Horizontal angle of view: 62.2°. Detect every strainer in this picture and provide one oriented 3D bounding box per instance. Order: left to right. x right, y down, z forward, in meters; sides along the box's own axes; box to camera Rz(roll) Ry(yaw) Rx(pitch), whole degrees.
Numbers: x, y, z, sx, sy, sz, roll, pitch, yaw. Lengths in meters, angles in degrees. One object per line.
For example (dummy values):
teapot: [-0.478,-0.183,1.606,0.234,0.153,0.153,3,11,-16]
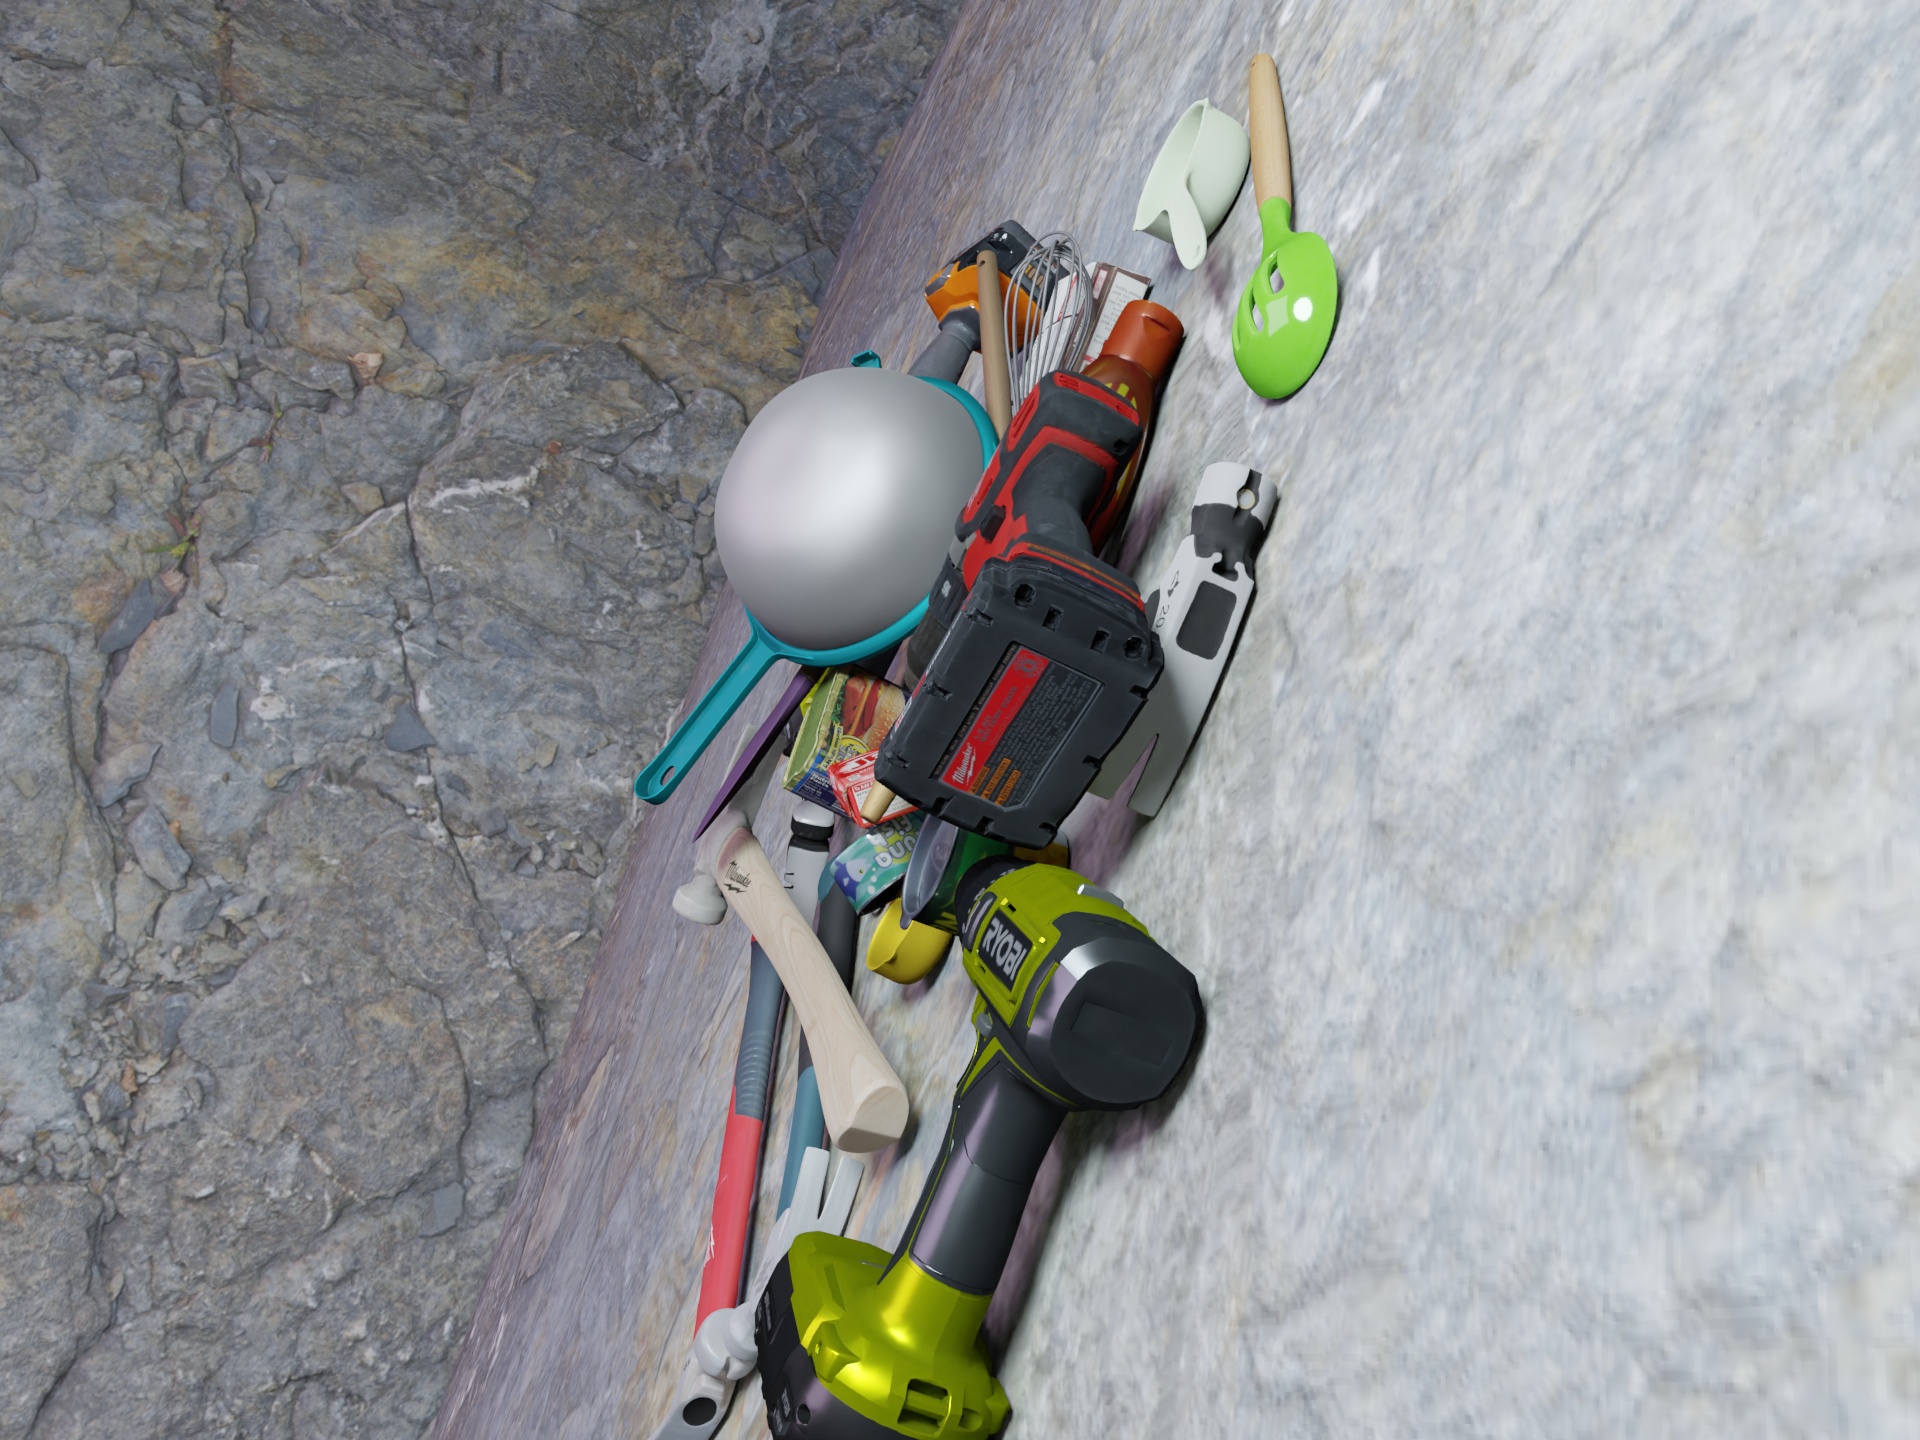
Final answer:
strainer: [-0.124,-0.096,1.013,0.340,0.095,0.211,-52,48,2]

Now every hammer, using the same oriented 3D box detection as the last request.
hammer: [-0.155,0.298,1.087,0.387,0.038,0.143,-88,22,-53]
hammer: [-0.101,0.126,0.964,0.146,0.038,0.411,-68,24,8]
hammer: [-0.089,0.211,0.979,0.331,0.033,0.128,-86,22,-51]
hammer: [-0.116,0.050,1.284,0.337,0.034,0.127,-90,12,-63]
hammer: [0.052,-0.025,0.798,0.146,0.035,0.335,-70,14,-9]

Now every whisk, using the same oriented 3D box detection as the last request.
whisk: [0.037,-0.170,0.941,0.055,0.055,0.239,-163,84,-76]

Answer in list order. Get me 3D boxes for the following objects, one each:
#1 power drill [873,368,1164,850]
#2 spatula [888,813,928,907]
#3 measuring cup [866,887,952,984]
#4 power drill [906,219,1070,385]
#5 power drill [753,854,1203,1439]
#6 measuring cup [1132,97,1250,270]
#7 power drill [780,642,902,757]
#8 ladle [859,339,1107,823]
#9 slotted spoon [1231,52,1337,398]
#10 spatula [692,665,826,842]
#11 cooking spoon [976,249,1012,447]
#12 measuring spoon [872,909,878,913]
power drill: [0.019,-0.041,0.723,0.187,0.080,0.227,-59,13,31]
spatula: [-0.002,-0.003,0.993,0.081,0.041,0.323,149,136,-65]
measuring cup: [0.004,0.084,0.854,0.156,0.029,0.062,-48,17,24]
power drill: [-0.012,-0.249,1.152,0.226,0.084,0.164,-56,20,-14]
power drill: [0.001,0.164,0.630,0.228,0.080,0.191,-65,15,2]
measuring cup: [0.133,-0.276,0.861,0.168,0.038,0.083,-90,25,-50]
power drill: [-0.051,-0.069,1.161,0.223,0.080,0.171,-62,15,13]
ladle: [0.024,-0.080,0.885,0.315,0.031,0.069,-61,-6,-16]
slotted spoon: [0.153,-0.262,0.787,0.314,0.031,0.070,-81,19,-45]
spatula: [-0.088,-0.050,1.061,0.316,0.018,0.060,-56,7,-8]
cooking spoon: [0.026,-0.187,1.024,0.069,0.017,0.319,-27,52,34]
measuring spoon: [-0.056,0.081,1.073,0.124,0.018,0.034,-87,23,-54]
